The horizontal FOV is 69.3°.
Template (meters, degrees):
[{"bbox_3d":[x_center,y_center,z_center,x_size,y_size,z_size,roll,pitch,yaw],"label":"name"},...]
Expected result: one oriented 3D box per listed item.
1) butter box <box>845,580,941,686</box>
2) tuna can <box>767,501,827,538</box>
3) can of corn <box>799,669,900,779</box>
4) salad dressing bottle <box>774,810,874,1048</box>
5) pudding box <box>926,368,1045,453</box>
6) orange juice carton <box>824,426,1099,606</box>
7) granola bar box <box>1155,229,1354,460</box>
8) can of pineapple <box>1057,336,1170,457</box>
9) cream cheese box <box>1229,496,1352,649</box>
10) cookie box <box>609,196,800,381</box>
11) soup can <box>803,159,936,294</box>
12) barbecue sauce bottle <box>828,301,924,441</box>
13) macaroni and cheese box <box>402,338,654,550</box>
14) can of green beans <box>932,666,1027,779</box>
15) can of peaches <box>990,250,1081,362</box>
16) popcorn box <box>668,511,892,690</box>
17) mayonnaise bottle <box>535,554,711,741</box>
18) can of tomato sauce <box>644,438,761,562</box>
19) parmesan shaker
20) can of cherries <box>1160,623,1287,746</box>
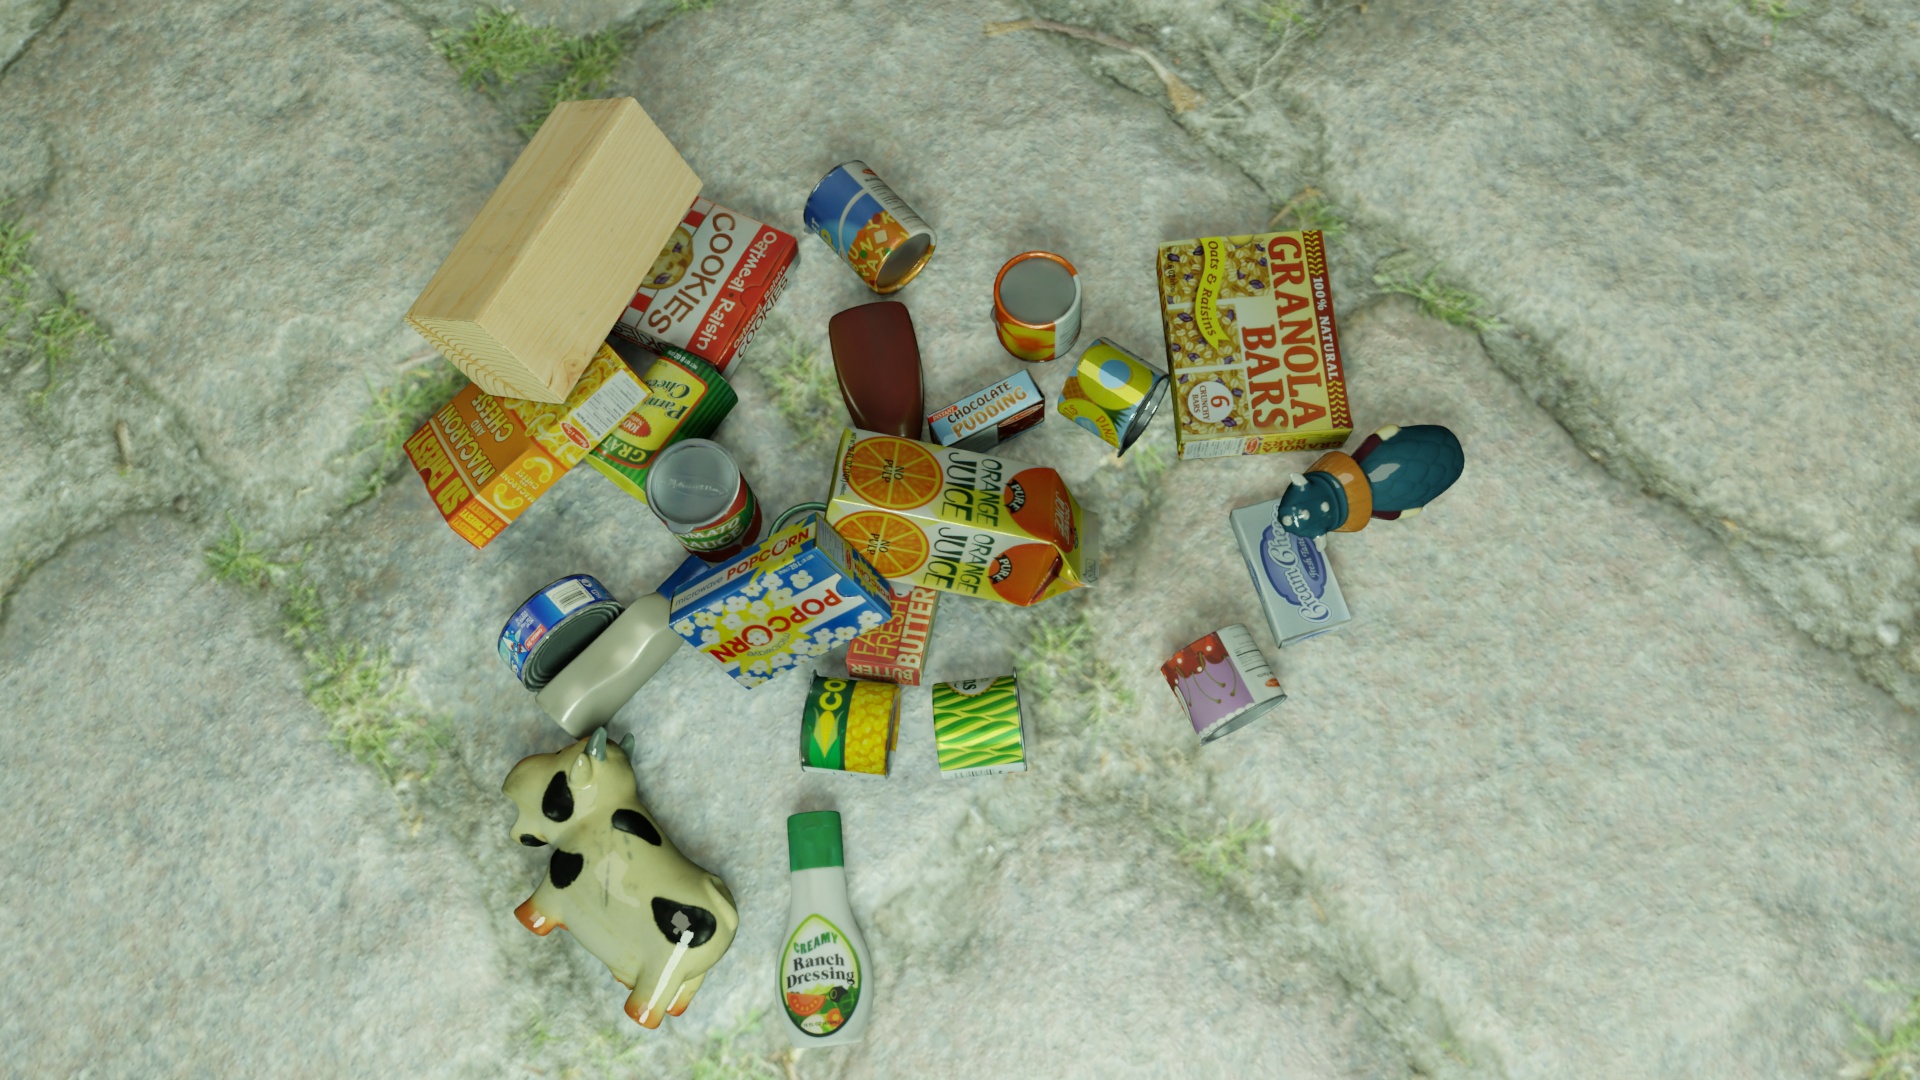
[{"bbox_3d":[-0.044,0.050,0.976,0.053,0.024,0.104,8,56,6],"label":"butter box"},{"bbox_3d":[-0.104,0.006,1.004,0.071,0.032,0.071,-1,72,4],"label":"tuna can"},{"bbox_3d":[-0.074,0.125,0.943,0.058,0.071,0.071,6,72,5],"label":"can of corn"},{"bbox_3d":[-0.092,0.254,0.914,0.064,0.044,0.148,-7,71,2],"label":"salad dressing bottle"},{"bbox_3d":[0.020,-0.089,1.020,0.084,0.049,0.030,-26,74,-4],"label":"pudding box"},{"bbox_3d":[0.003,-0.012,0.962,0.193,0.072,0.072,11,47,-6],"label":"orange juice carton"},{"bbox_3d":[0.216,-0.147,1.032,0.124,0.039,0.166,-4,71,2],"label":"granola bar box"},{"bbox_3d":[0.110,-0.105,1.011,0.058,0.071,0.071,33,77,14],"label":"can of pineapple"},{"bbox_3d":[0.233,0.020,0.982,0.053,0.024,0.104,-16,71,-1],"label":"cream cheese box"},{"bbox_3d":[-0.227,-0.209,1.081,0.167,0.040,0.123,25,74,12],"label":"cookie box"},{"bbox_3d":[-0.071,-0.238,1.069,0.071,0.071,0.084,-41,74,-9],"label":"soup can"},{"bbox_3d":[-0.055,-0.103,1.033,0.065,0.043,0.149,-12,72,-1],"label":"barbecue sauce bottle"},{"bbox_3d":[-0.318,-0.089,1.012,0.166,0.040,0.124,-43,46,-5],"label":"macaroni and cheese box"},{"bbox_3d":[0.013,0.126,0.939,0.058,0.071,0.071,-6,71,2],"label":"can of green beans"},{"bbox_3d":[0.056,-0.176,1.042,0.071,0.058,0.071,-1,72,3],"label":"can of peaches"},{"bbox_3d":[-0.122,0.043,0.941,0.126,0.085,0.038,-27,38,20],"label":"popcorn box"},{"bbox_3d":[-0.228,0.074,0.976,0.041,0.064,0.148,38,74,16],"label":"mayonnaise bottle"},{"bbox_3d":[-0.182,-0.025,0.993,0.071,0.083,0.071,-1,72,4],"label":"can of tomato sauce"},{"bbox_3d":[-0.223,-0.086,1.026,0.071,0.071,0.103,31,76,13],"label":"parmesan shaker"},{"bbox_3d":[0.175,0.098,0.939,0.071,0.071,0.058,-27,72,-5],"label":"can of cherries"}]
